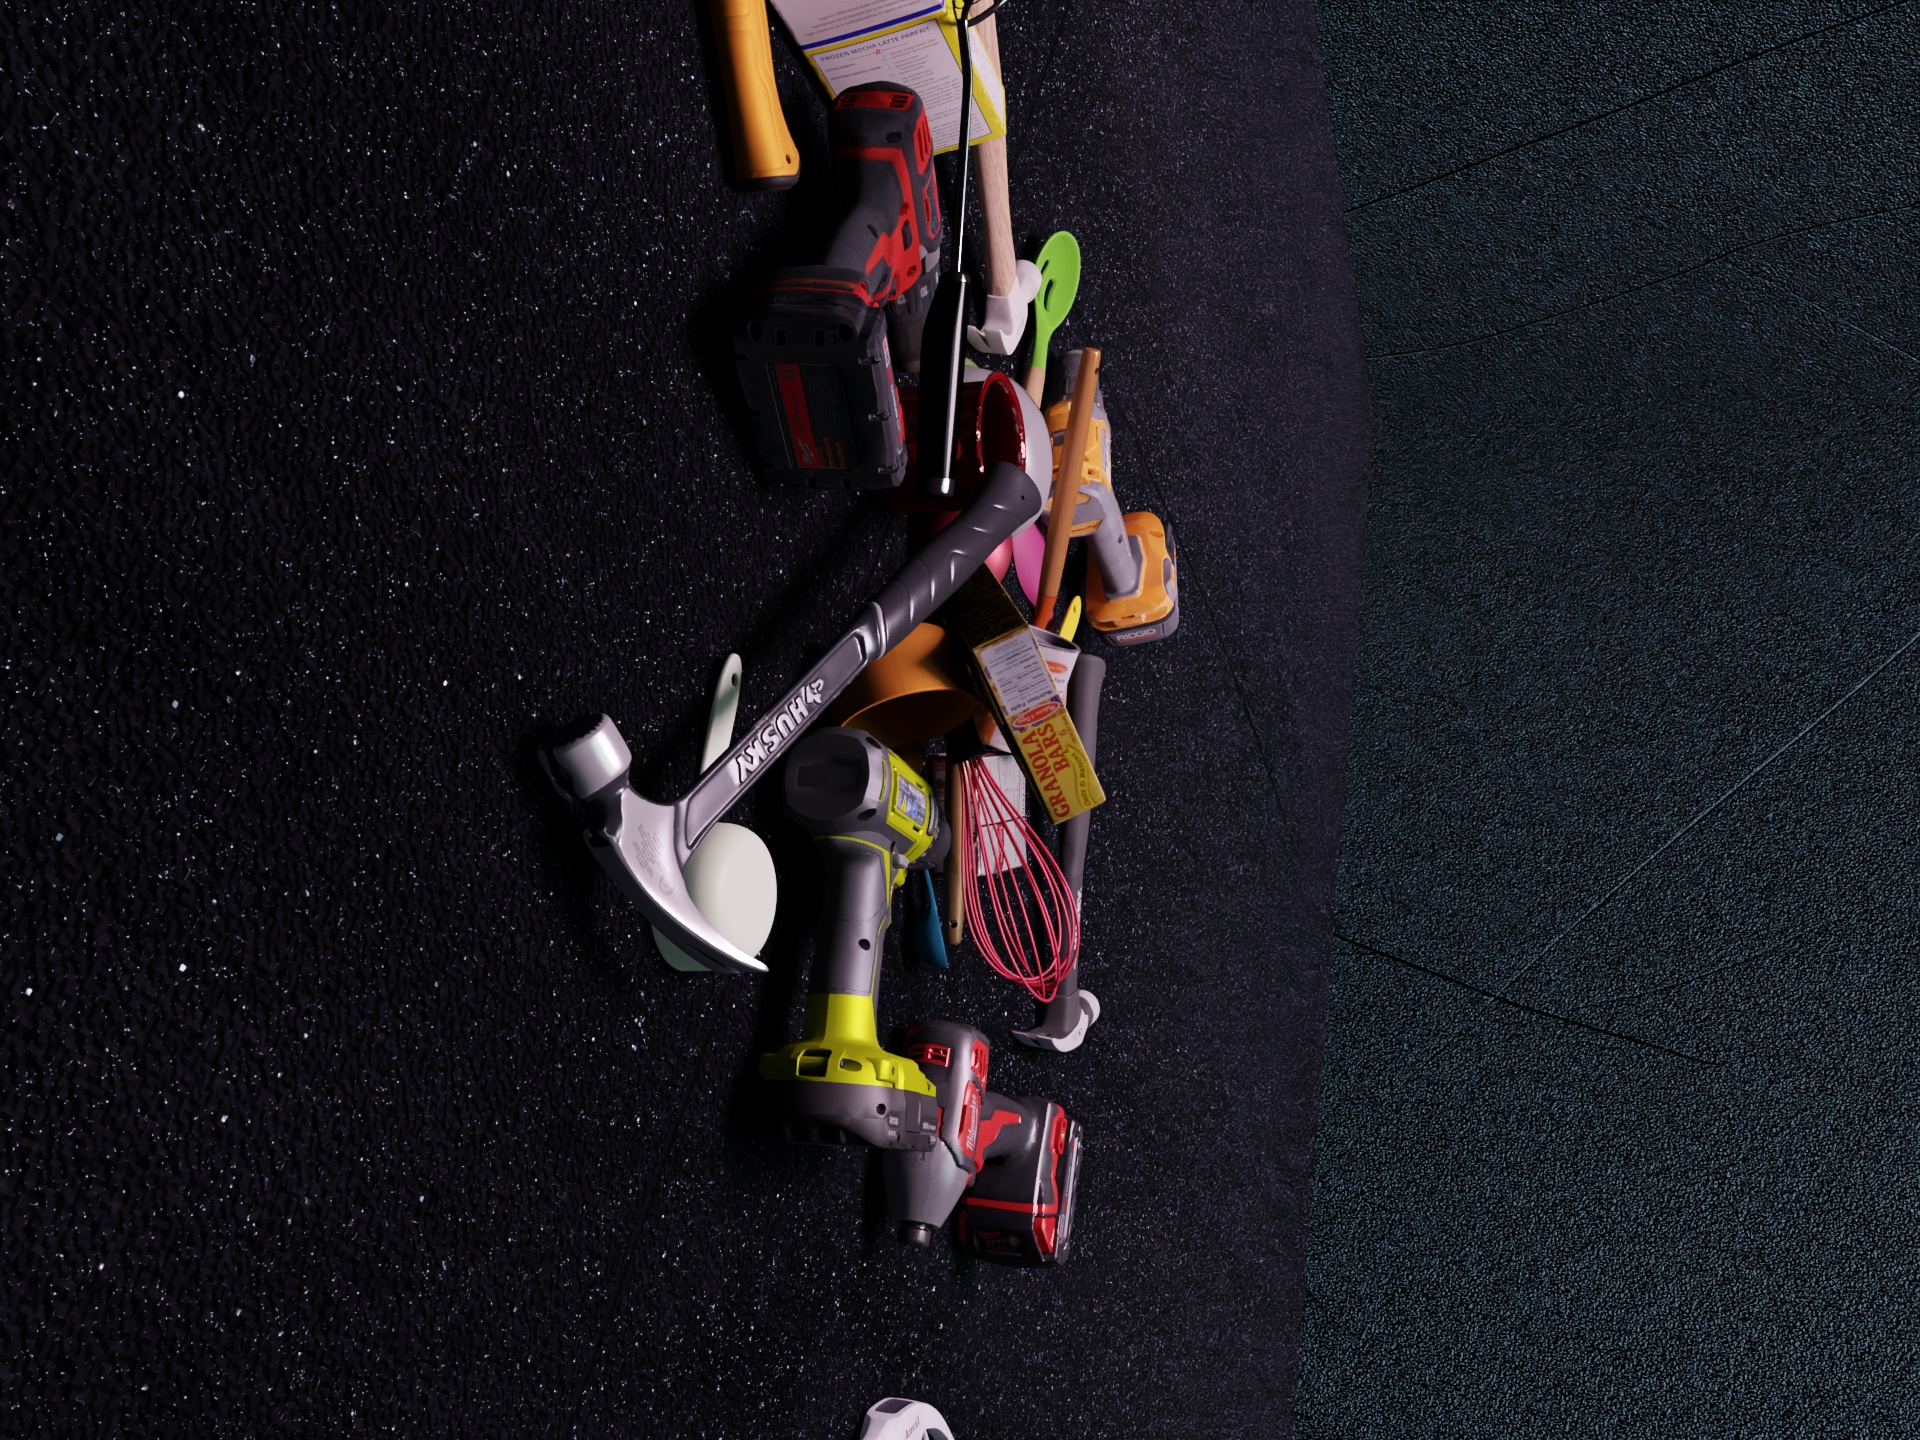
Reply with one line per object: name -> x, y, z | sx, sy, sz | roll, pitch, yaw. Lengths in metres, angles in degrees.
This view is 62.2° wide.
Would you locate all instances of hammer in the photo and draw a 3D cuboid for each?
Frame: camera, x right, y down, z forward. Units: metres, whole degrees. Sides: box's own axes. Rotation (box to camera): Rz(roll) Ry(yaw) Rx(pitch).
hammer -> -0.127, -0.443, 0.804 | 0.127, 0.034, 0.336 | -46, 132, -62
hammer -> -0.054, -0.033, 0.847 | 0.409, 0.036, 0.149 | -49, 121, -45
hammer -> 0.091, 0.111, 1.316 | 0.146, 0.035, 0.334 | -15, 109, -68
hammer -> 0.019, -0.400, 1.111 | 0.331, 0.031, 0.130 | 81, 21, -50
hammer -> -0.038, 0.598, 1.019 | 0.128, 0.033, 0.331 | -12, 101, -67

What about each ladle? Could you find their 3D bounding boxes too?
ladle -> -0.002, -0.003, 1.089 | 0.031, 0.069, 0.315 | -121, -148, -87

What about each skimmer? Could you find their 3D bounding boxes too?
skimmer -> 0.031, -0.304, 0.887 | 0.127, 0.090, 0.363 | -137, -128, -82

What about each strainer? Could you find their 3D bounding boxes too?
strainer -> 0.024, -0.141, 1.140 | 0.151, 0.069, 0.256 | 43, 49, -62

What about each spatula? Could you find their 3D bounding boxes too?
spatula -> 0.077, -0.115, 1.190 | 0.081, 0.041, 0.322 | -23, 129, -52

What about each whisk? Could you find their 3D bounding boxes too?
whisk -> 0.012, 0.044, 1.049 | 0.073, 0.073, 0.296 | -10, 80, -69

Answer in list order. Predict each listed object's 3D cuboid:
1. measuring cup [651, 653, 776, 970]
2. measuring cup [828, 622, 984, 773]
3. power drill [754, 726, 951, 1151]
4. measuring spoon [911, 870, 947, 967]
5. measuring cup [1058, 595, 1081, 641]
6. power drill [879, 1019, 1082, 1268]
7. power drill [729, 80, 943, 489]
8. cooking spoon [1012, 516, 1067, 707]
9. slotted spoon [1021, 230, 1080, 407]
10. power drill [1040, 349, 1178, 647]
measuring cup -> -0.116, 0.046, 0.815 | 0.083, 0.038, 0.168 | 38, 57, -64
measuring cup -> -0.039, -0.008, 0.991 | 0.173, 0.095, 0.052 | 95, -19, -71
power drill -> -0.052, 0.133, 0.934 | 0.190, 0.080, 0.229 | 46, 45, -67
measuring spoon -> -0.032, 0.106, 1.072 | 0.042, 0.021, 0.128 | -128, -155, -82
measuring cup -> 0.068, -0.055, 1.303 | 0.157, 0.029, 0.062 | -64, 146, -47
power drill -> 0.010, 0.305, 1.096 | 0.219, 0.078, 0.143 | 52, 42, -54
power drill -> -0.055, -0.232, 0.924 | 0.187, 0.080, 0.227 | 81, 17, -51
cooking spoon -> 0.078, -0.058, 1.349 | 0.069, 0.017, 0.318 | -56, 139, -56
slotted spoon -> 0.055, -0.262, 1.284 | 0.070, 0.031, 0.314 | 46, 50, -54
power drill -> 0.124, -0.195, 1.388 | 0.226, 0.084, 0.186 | 56, 29, -48
